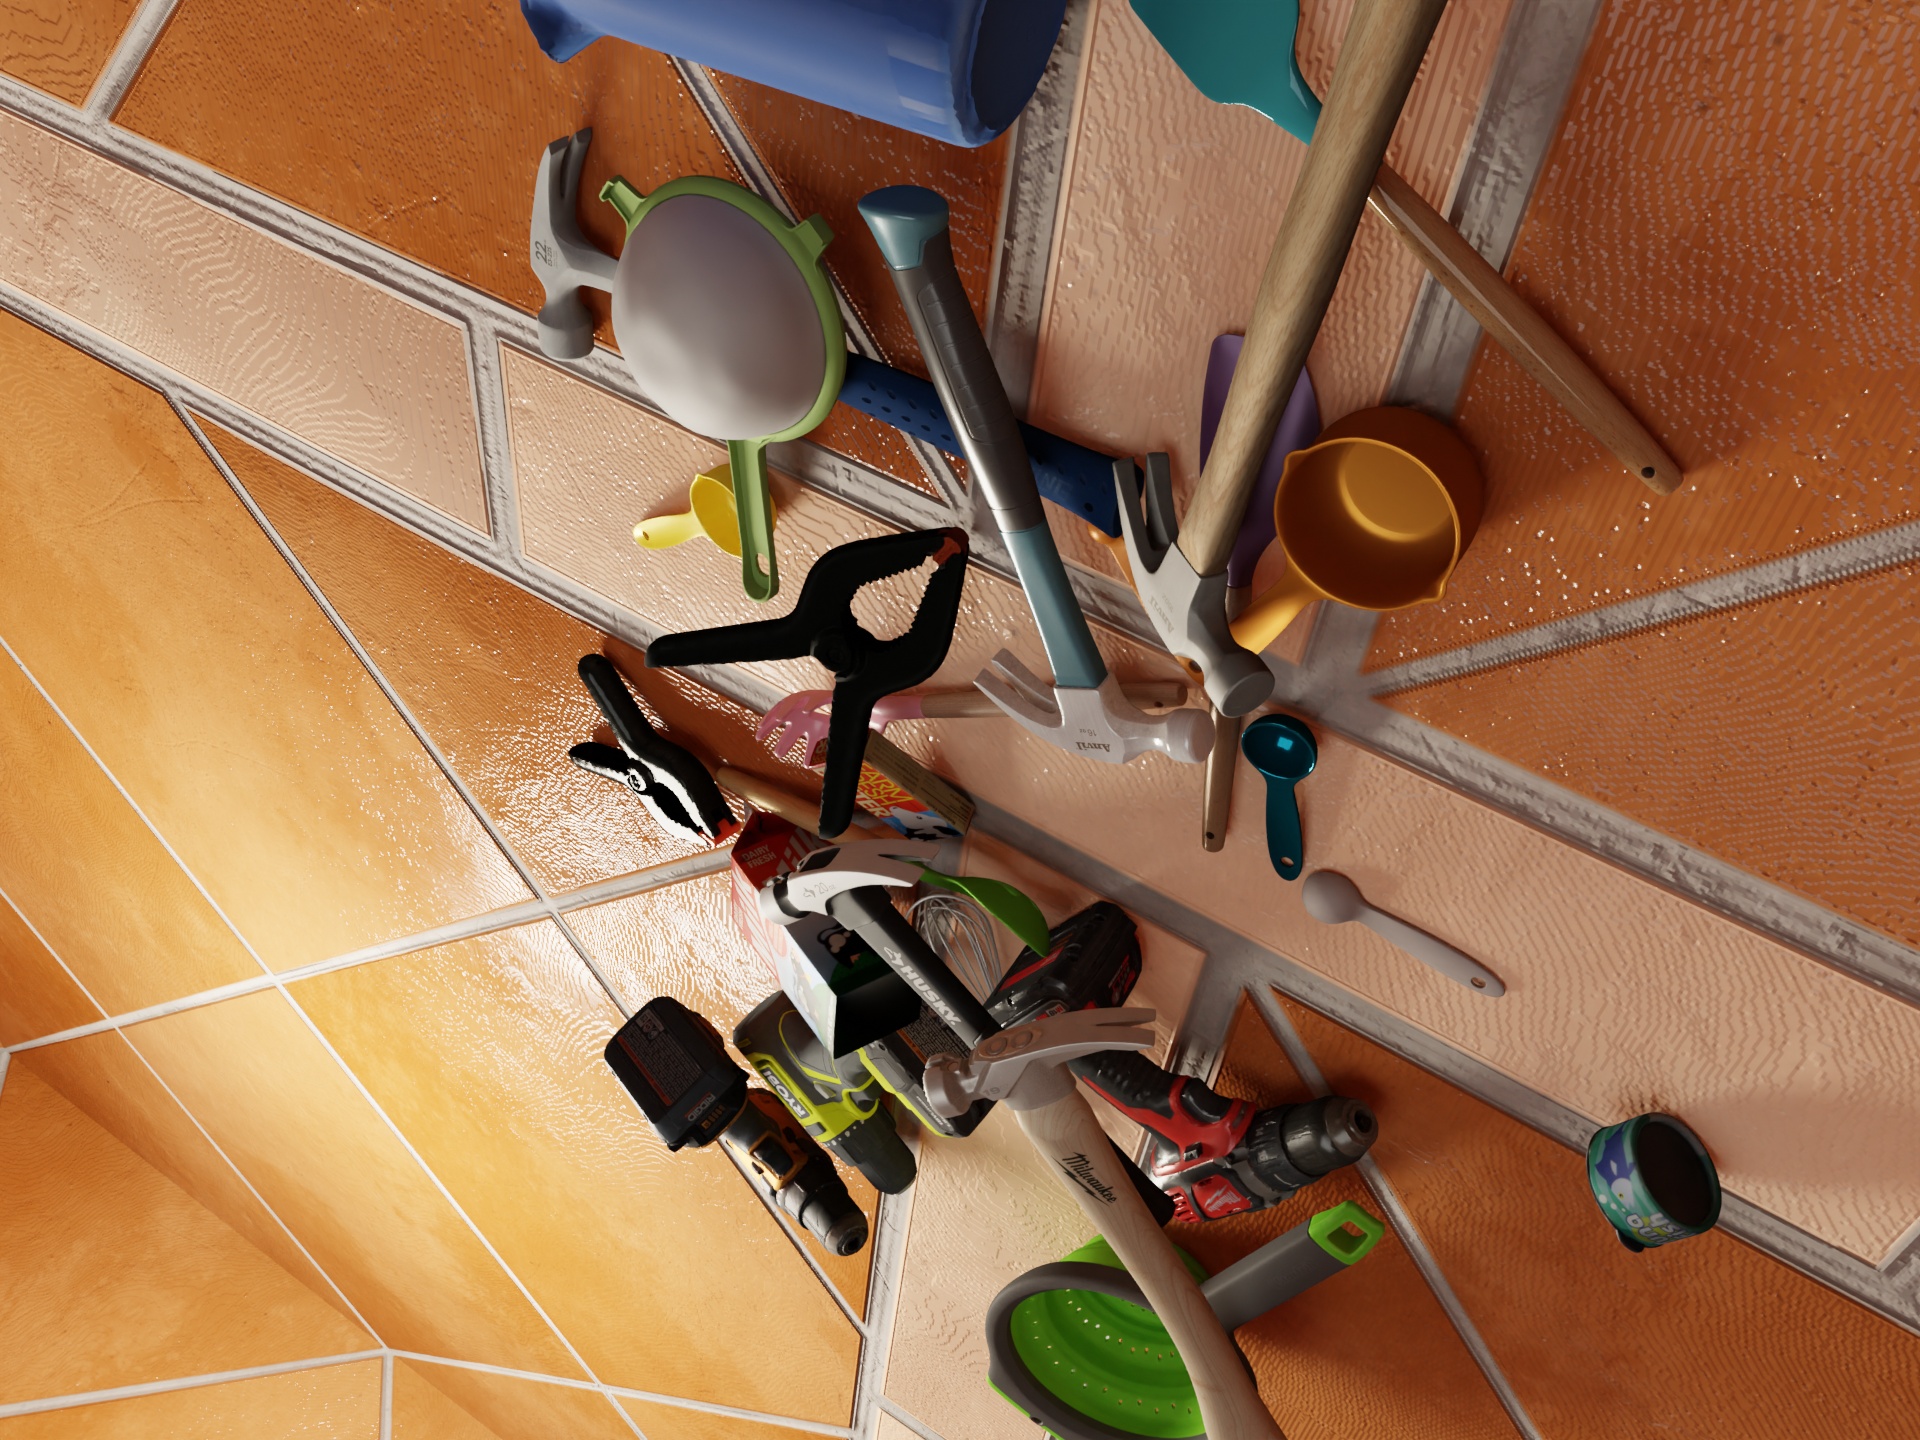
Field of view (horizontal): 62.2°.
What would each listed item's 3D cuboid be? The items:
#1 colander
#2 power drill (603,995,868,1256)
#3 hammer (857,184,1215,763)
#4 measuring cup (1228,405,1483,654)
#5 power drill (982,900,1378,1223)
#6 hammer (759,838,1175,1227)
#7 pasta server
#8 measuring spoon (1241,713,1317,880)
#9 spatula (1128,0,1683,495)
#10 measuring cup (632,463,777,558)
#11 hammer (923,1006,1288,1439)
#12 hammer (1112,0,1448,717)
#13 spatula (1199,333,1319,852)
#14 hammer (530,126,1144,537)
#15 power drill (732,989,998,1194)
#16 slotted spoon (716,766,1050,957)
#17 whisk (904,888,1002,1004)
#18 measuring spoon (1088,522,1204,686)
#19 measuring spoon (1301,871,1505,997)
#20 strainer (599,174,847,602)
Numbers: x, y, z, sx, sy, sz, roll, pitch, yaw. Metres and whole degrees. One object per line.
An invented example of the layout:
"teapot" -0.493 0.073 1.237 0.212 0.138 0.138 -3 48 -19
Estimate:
"colander" 0.169 0.404 1.138 0.204 0.094 0.397 38 130 -3
"power drill" -0.172 0.337 1.290 0.186 0.084 0.226 36 166 45
"hammer" 0.028 -0.114 0.814 0.128 0.033 0.330 3 129 38
"measuring cup" 0.177 -0.080 0.763 0.095 0.052 0.173 43 141 2
"power drill" 0.140 0.226 1.025 0.226 0.080 0.188 45 139 -4
"hammer" 0.024 0.204 1.006 0.334 0.035 0.146 48 139 -13
"pasta server" -0.002 -0.003 0.981 0.316 0.040 0.060 -2 146 39
"measuring spoon" 0.182 0.042 0.888 0.042 0.021 0.128 13 139 26
"spatula" 0.193 -0.214 0.663 0.317 0.044 0.082 44 139 -6
"measuring cup" -0.168 -0.132 1.029 0.156 0.029 0.062 -1 122 54
"hammer" 0.132 0.347 1.019 0.146 0.038 0.410 -20 117 21
"hammer" 0.133 -0.158 0.683 0.130 0.031 0.331 59 151 35
"spatula" 0.146 -0.051 0.835 0.060 0.018 0.315 17 131 22
"hammer" -0.083 -0.204 0.884 0.406 0.035 0.144 27 136 20
"power drill" -0.063 0.280 1.234 0.190 0.080 0.228 50 142 -4
"slotted spoon" -0.060 0.086 1.083 0.314 0.031 0.070 22 168 36
"whisk" 0.028 0.217 1.131 0.059 0.058 0.246 -19 117 15
"measuring spoon" 0.104 -0.064 0.864 0.021 0.011 0.117 -22 107 47
"measuring spoon" 0.247 0.125 0.896 0.124 0.018 0.034 29 137 16
"strainer" -0.138 -0.165 0.880 0.151 0.069 0.256 20 132 26
